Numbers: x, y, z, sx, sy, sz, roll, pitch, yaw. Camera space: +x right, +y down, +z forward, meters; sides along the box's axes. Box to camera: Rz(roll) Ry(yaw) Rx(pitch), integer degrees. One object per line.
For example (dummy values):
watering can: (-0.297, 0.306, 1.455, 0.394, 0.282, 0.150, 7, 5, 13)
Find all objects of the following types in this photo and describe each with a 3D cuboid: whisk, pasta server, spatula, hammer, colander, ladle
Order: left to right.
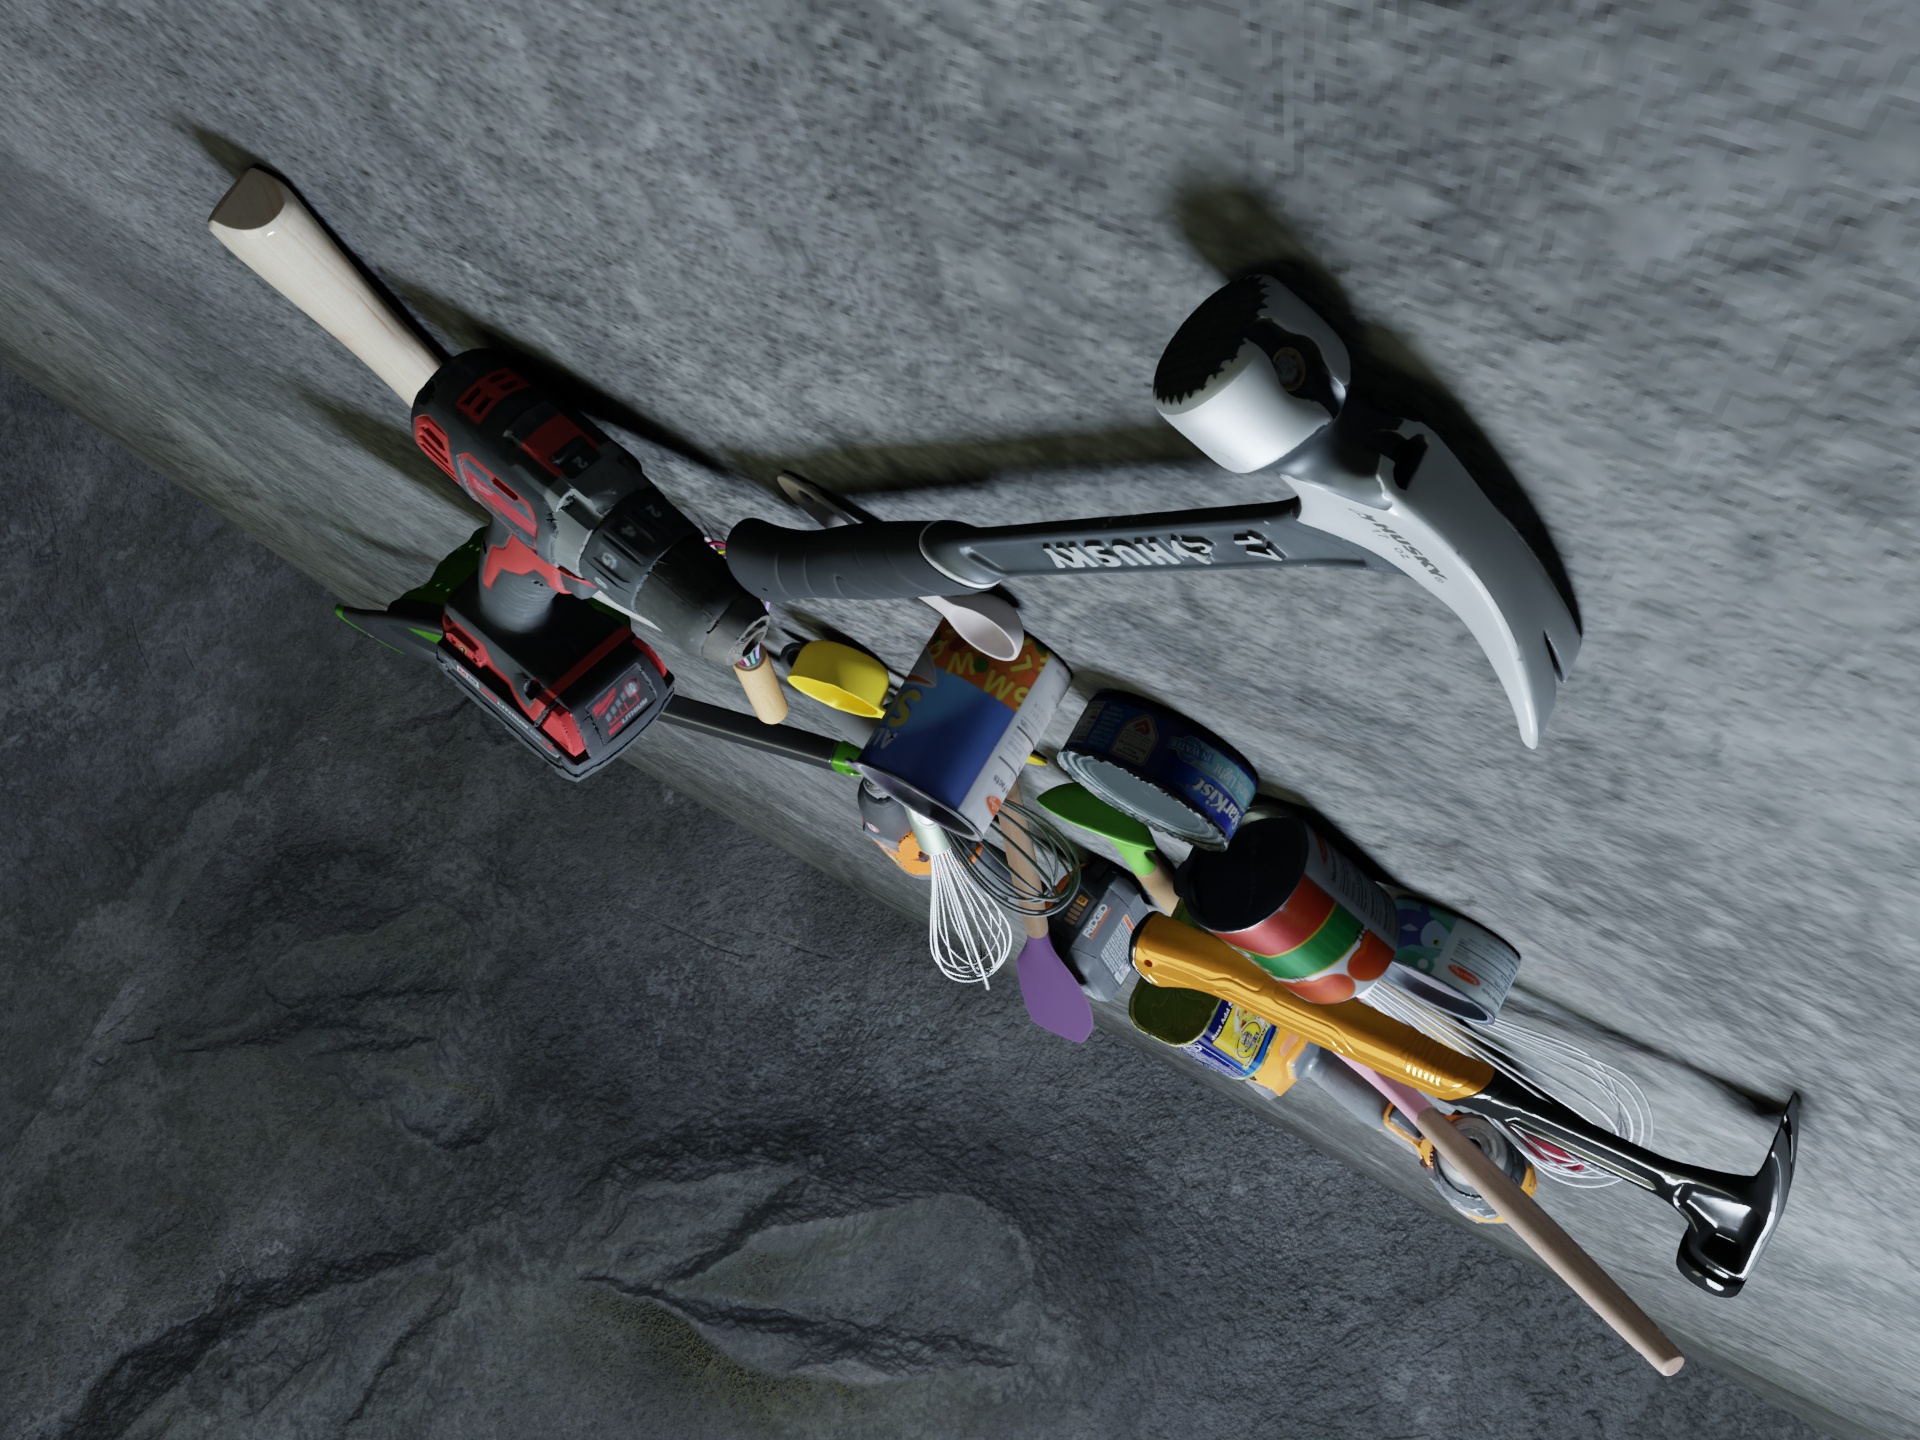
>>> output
hammer: (-0.250, -0.147, 0.843, 0.146, 0.038, 0.410, 26, 168, 16)
colander: (-0.223, -0.053, 1.096, 0.397, 0.094, 0.204, 15, 169, 11)
whisk: (-0.129, -0.045, 0.911, 0.051, 0.047, 0.244, 37, 166, 13)
whisk: (-0.022, 0.029, 0.940, 0.239, 0.055, 0.055, 41, 173, 19)
whisk: (-0.013, 0.086, 1.047, 0.059, 0.058, 0.246, -116, 7, -54)
hammer: (0.015, -0.053, 0.521, 0.149, 0.036, 0.409, 34, 167, -26)
spatula: (0.049, 0.123, 1.039, 0.060, 0.018, 0.315, 20, 145, 28)
whisk: (0.243, 0.155, 0.857, 0.285, 0.070, 0.070, 34, 170, 9)
hammer: (0.235, 0.170, 0.802, 0.337, 0.034, 0.127, 22, 138, 28)
pasta server: (0.273, 0.225, 0.858, 0.060, 0.040, 0.316, 27, -169, -31)
ladle: (0.319, 0.212, 0.985, 0.069, 0.031, 0.315, 25, 167, 49)

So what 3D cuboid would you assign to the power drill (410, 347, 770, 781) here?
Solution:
power drill: (-0.182, -0.057, 0.784, 0.188, 0.080, 0.226, 39, 150, 7)

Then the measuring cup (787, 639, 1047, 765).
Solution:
measuring cup: (-0.021, -0.010, 0.912, 0.156, 0.029, 0.062, 18, 168, 1)

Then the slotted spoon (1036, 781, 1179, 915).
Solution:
slotted spoon: (0.119, 0.095, 0.991, 0.070, 0.031, 0.313, 25, 170, 28)

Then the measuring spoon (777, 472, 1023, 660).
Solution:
measuring spoon: (-0.023, -0.068, 0.657, 0.124, 0.018, 0.034, 37, 161, 2)

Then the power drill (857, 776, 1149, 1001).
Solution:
power drill: (0.023, 0.108, 1.173, 0.227, 0.084, 0.164, 29, 168, 24)

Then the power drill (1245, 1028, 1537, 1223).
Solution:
power drill: (0.271, 0.246, 1.049, 0.226, 0.084, 0.185, 33, 174, 29)
